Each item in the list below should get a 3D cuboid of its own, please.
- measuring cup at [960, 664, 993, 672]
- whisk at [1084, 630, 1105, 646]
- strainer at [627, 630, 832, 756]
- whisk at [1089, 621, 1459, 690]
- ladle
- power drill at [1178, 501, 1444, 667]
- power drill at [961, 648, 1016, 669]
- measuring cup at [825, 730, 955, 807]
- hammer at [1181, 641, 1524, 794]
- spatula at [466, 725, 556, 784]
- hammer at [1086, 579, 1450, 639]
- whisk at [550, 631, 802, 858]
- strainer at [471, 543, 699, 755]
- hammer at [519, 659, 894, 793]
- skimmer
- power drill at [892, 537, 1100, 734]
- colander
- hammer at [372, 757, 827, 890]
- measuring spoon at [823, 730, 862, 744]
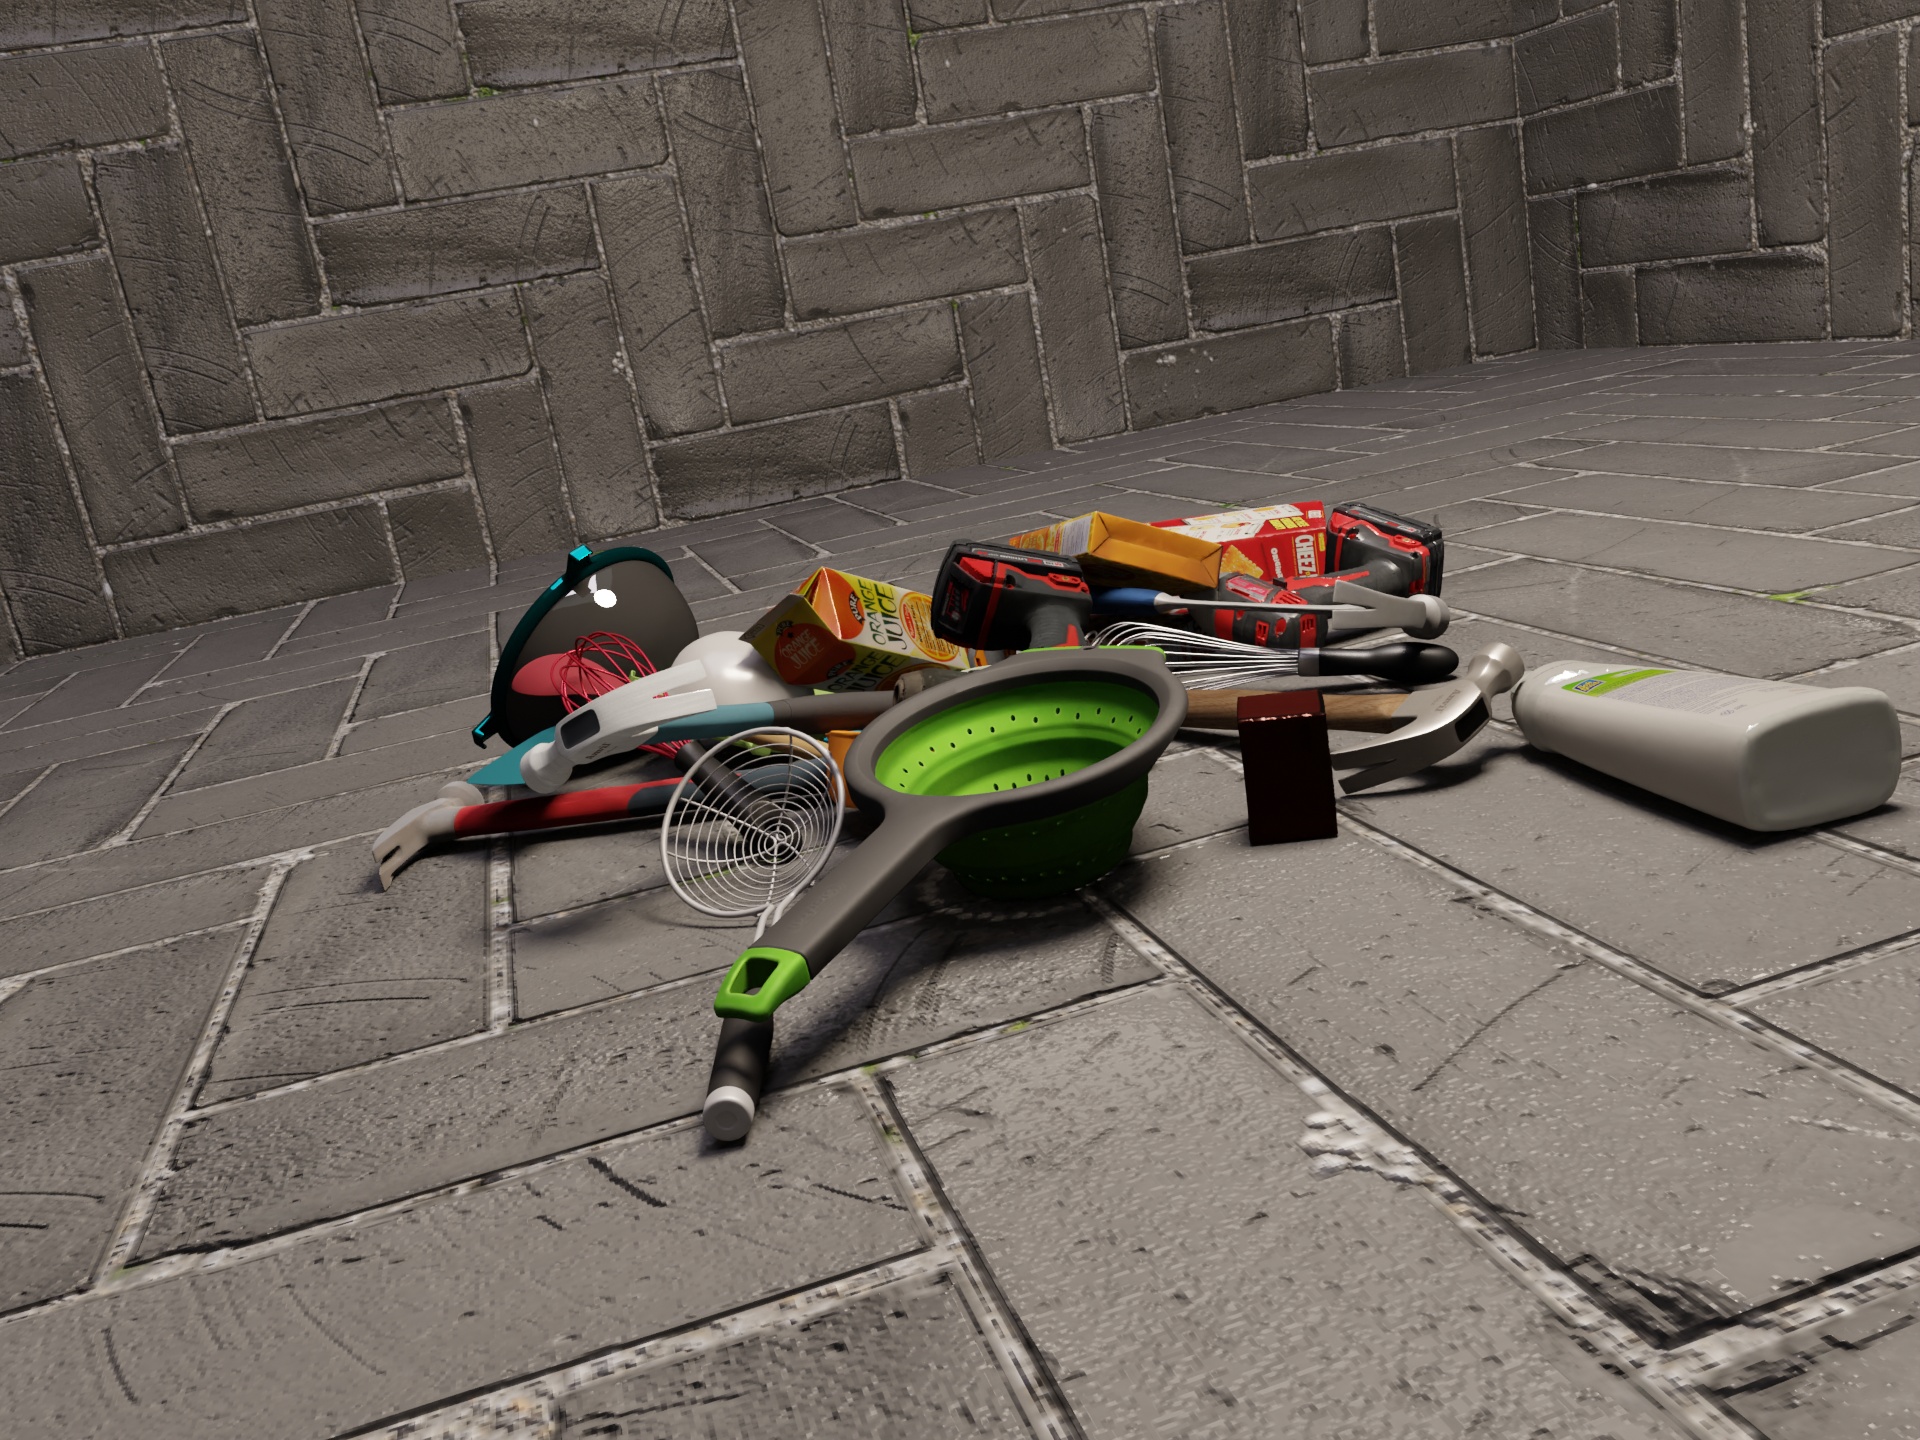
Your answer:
[{"bbox_3d":[-0.002,-0.004,1.276,0.083,0.038,0.167,0,19,33],"label":"measuring cup"},{"bbox_3d":[0.063,-0.015,1.257,0.059,0.057,0.246,28,33,16],"label":"whisk"},{"bbox_3d":[-0.150,-0.040,1.368,0.151,0.069,0.256,27,20,25],"label":"strainer"},{"bbox_3d":[0.237,-0.046,1.233,0.284,0.070,0.070,-1,17,16],"label":"whisk"},{"bbox_3d":[-0.207,-0.004,1.239,0.315,0.031,0.069,16,26,13],"label":"ladle"},{"bbox_3d":[0.302,-0.116,1.377,0.219,0.078,0.143,-23,33,-31],"label":"power drill"},{"bbox_3d":[0.028,-0.088,1.489,0.164,0.084,0.226,5,25,44],"label":"power drill"},{"bbox_3d":[-0.057,0.034,1.044,0.095,0.052,0.173,3,-2,12],"label":"measuring cup"},{"bbox_3d":[0.213,-0.005,1.100,0.130,0.031,0.331,-40,24,-29],"label":"hammer"},{"bbox_3d":[-0.247,0.017,1.283,0.082,0.044,0.317,-2,2,36],"label":"spatula"},{"bbox_3d":[0.167,-0.095,1.265,0.406,0.035,0.144,6,3,37],"label":"hammer"},{"bbox_3d":[-0.205,0.015,1.139,0.073,0.073,0.296,-21,43,-36],"label":"whisk"},{"bbox_3d":[-0.272,-0.036,1.443,0.095,0.211,0.340,35,11,21],"label":"strainer"},{"bbox_3d":[-0.126,-0.002,1.079,0.128,0.033,0.331,-32,-17,37],"label":"hammer"},{"bbox_3d":[-0.123,0.100,0.858,0.127,0.090,0.363,-29,15,6],"label":"skimmer"},{"bbox_3d":[0.032,-0.049,1.169,0.187,0.080,0.227,7,30,-16],"label":"power drill"},{"bbox_3d":[0.001,0.077,0.876,0.204,0.094,0.397,0,26,32],"label":"colander"},{"bbox_3d":[-0.235,0.063,1.175,0.386,0.038,0.143,-8,16,10],"label":"hammer"},{"bbox_3d":[-0.091,0.018,1.304,0.042,0.021,0.128,-8,5,-5],"label":"measuring spoon"}]
